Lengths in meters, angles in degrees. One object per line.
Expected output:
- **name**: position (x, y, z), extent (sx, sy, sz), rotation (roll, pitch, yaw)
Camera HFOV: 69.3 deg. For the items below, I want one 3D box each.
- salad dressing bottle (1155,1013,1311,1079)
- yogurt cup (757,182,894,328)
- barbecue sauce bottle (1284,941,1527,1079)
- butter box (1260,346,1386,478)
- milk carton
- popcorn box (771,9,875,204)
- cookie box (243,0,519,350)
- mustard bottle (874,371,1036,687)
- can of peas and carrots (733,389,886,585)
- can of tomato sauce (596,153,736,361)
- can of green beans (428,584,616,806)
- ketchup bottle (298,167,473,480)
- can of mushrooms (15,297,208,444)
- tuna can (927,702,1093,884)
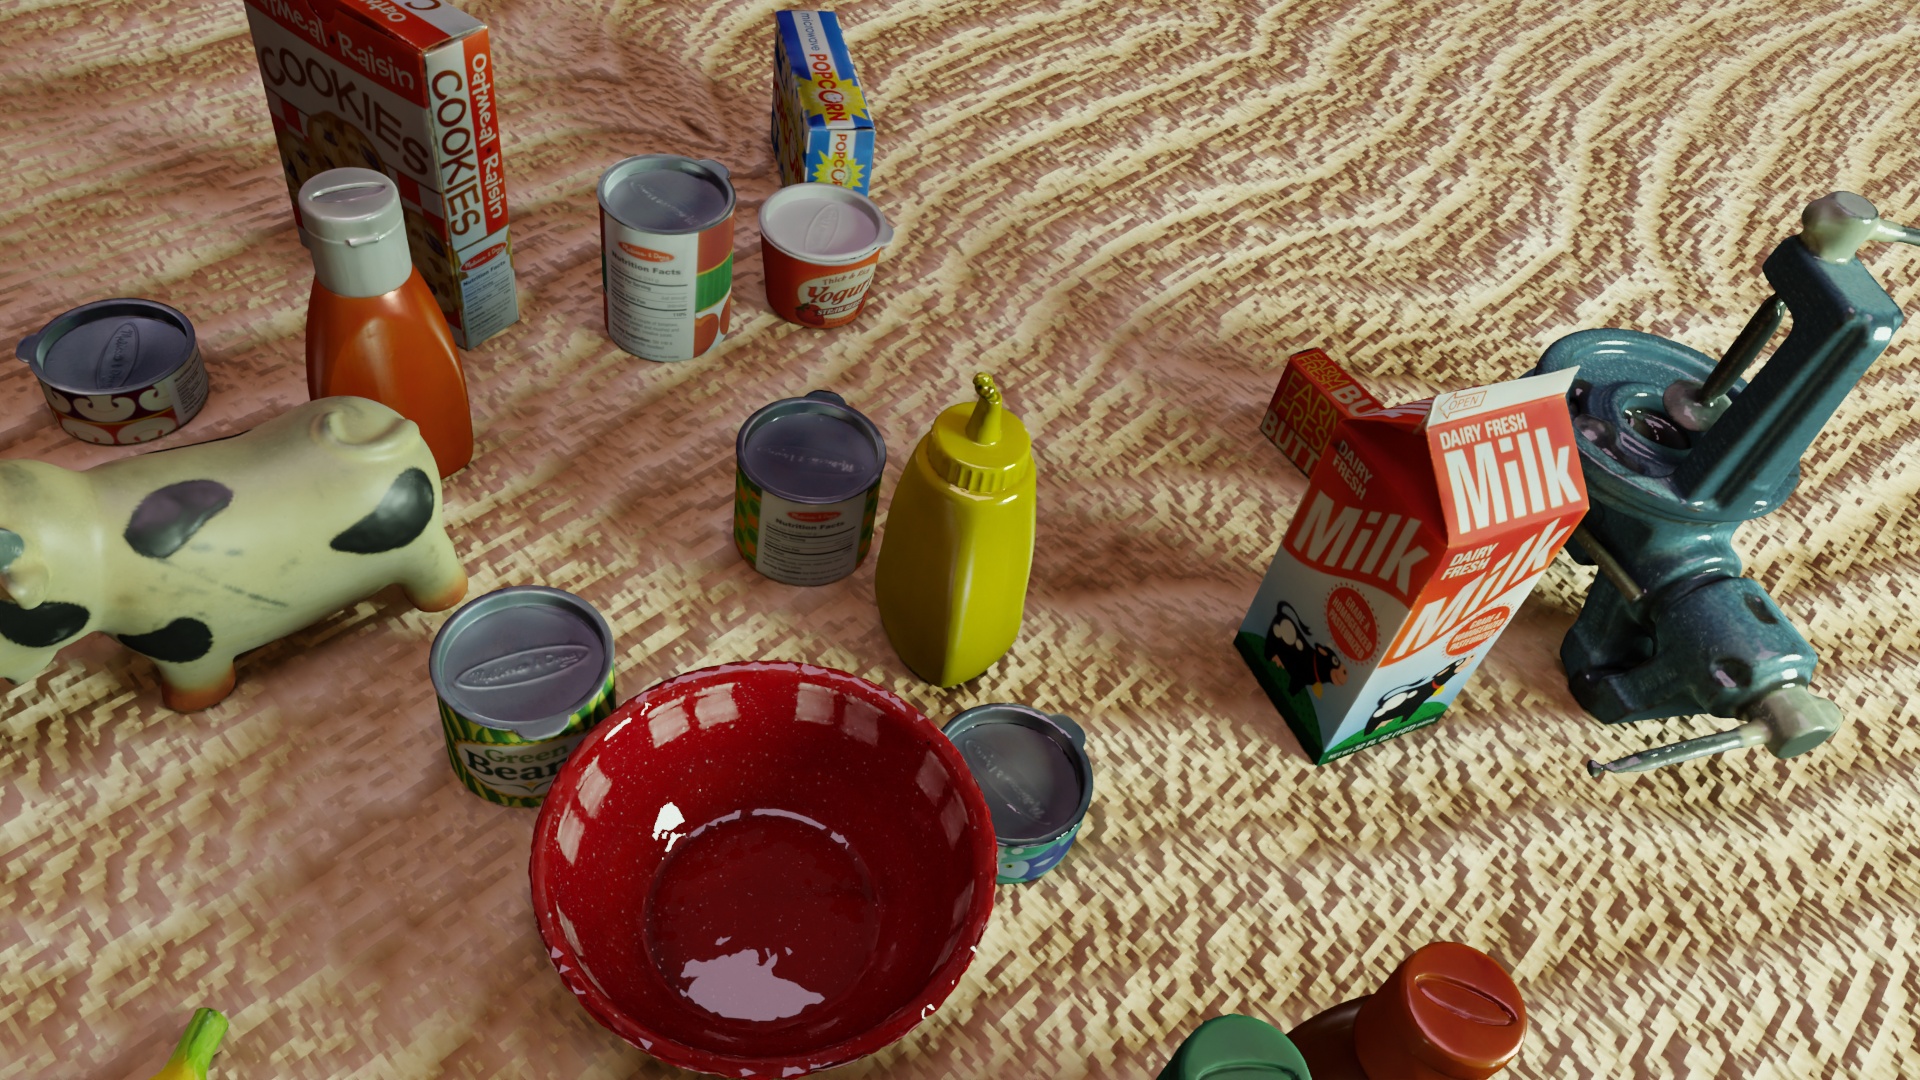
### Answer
- **salad dressing bottle**: position (0.062, 0.186, 0.411), extent (0.064, 0.146, 0.044), rotation (2, 48, -10)
- **yogurt cup**: position (-0.076, -0.152, 0.749), extent (0.072, 0.053, 0.073), rotation (6, 48, -7)
- **barbecue sauce bottle**: position (0.127, 0.174, 0.435), extent (0.065, 0.147, 0.044), rotation (21, 48, 7)
- **butter box**: position (0.201, -0.047, 0.713), extent (0.024, 0.052, 0.104), rotation (-20, 56, -27)
- **milk carton**: position (0.185, 0.005, 0.570), extent (0.072, 0.189, 0.074), rotation (-14, 53, -22)
- **popcorn box**: position (-0.082, -0.237, 0.802), extent (0.038, 0.084, 0.127), rotation (-4, 50, -15)
- **cookie box**: position (-0.276, -0.189, 0.664), extent (0.123, 0.166, 0.040), rotation (32, 50, 16)
- **mustard bottle**: position (0.002, -0.007, 0.563), extent (0.049, 0.159, 0.065), rotation (-24, 57, -29)
- **can of peas and carrots**: position (-0.069, -0.024, 0.632), extent (0.071, 0.058, 0.071), rotation (6, 48, -7)
- **can of tomato sauce**: position (-0.148, -0.144, 0.707), extent (0.071, 0.082, 0.071), rotation (6, 48, -7)
- **can of green beans**: position (-0.167, 0.061, 0.536), extent (0.071, 0.057, 0.071), rotation (6, 48, -7)
- **ketchup bottle**: position (-0.247, -0.085, 0.589), extent (0.065, 0.148, 0.044), rotation (-18, 54, -25)
- **can of mushrooms**: position (-0.383, -0.077, 0.631), extent (0.071, 0.033, 0.071), rotation (6, 48, -7)
- **tuna can**: position (0.019, 0.100, 0.557), extent (0.071, 0.032, 0.071), rotation (6, 48, -7)
